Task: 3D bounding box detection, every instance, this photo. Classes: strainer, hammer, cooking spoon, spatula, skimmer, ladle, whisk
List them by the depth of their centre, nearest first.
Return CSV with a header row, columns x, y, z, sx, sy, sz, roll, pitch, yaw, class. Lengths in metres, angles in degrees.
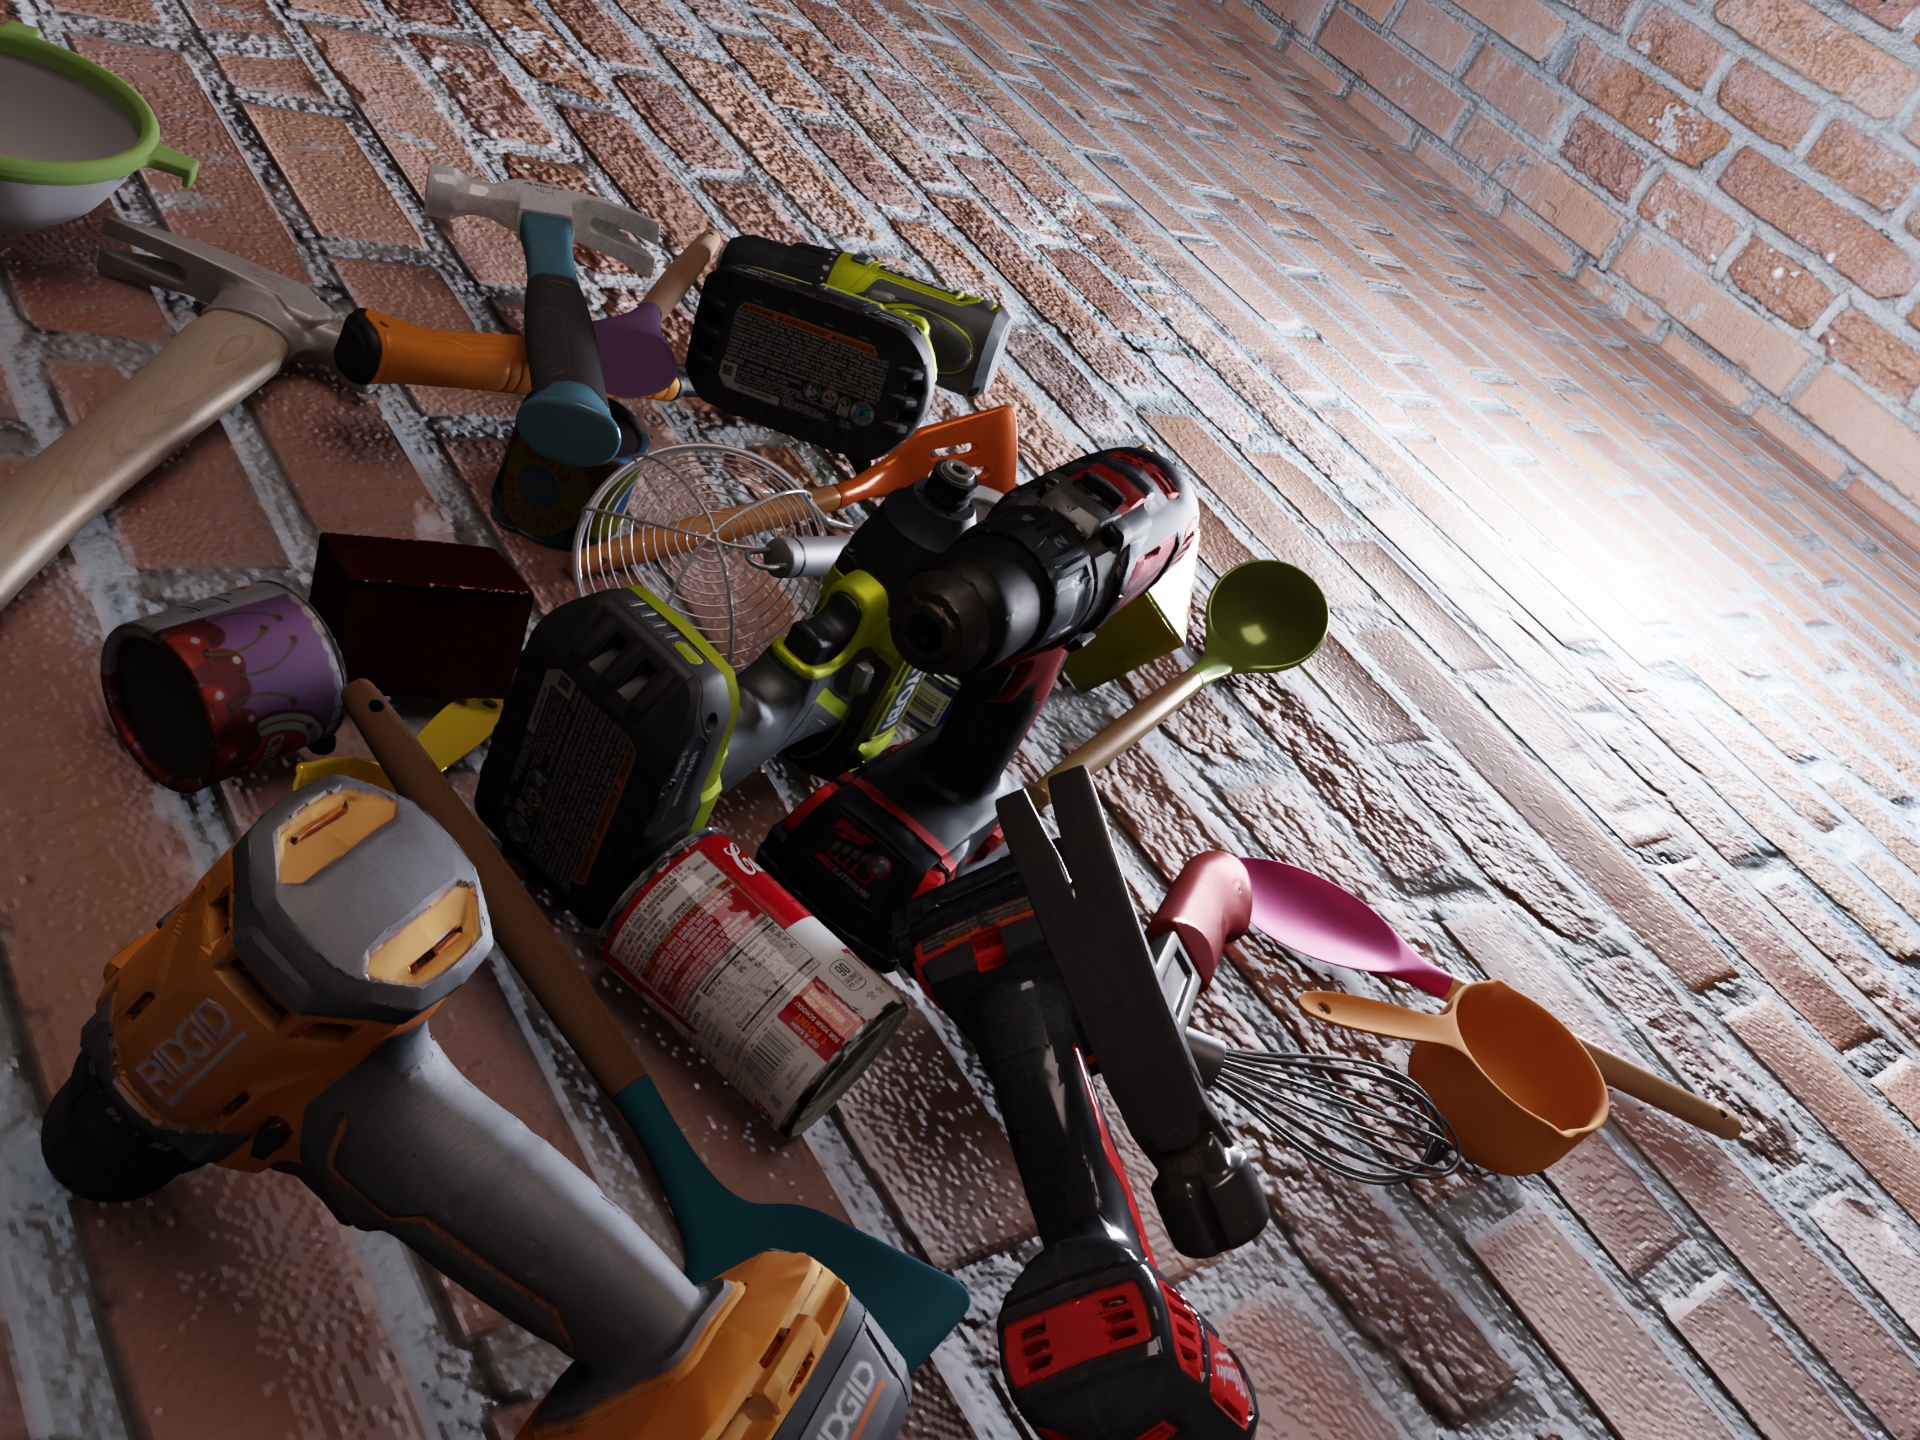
x,y,z,sx,sy,sz,roll,pitch,yaw,class
-0.125,0.102,0.557,0.082,0.044,0.318,-27,73,-44,spatula
0.086,0.080,0.638,0.359,0.036,0.149,-12,80,-77,hammer
-0.377,-0.101,0.658,0.146,0.038,0.411,22,35,-11,hammer
0.111,0.149,0.703,0.239,0.055,0.055,23,34,-4,whisk
-0.506,-0.262,0.737,0.151,0.069,0.256,39,37,14,strainer
-0.022,-0.086,0.814,0.087,0.050,0.258,50,31,19,strainer
-0.209,-0.215,0.815,0.128,0.033,0.331,4,33,-20,hammer
0.280,0.153,0.850,0.319,0.017,0.069,26,35,-6,cooking spoon
-0.185,-0.187,0.883,0.127,0.034,0.336,45,30,24,hammer
-0.056,-0.091,0.889,0.363,0.090,0.127,-11,76,-59,skimmer
-0.083,-0.120,0.897,0.041,0.081,0.322,22,30,34,spatula
0.130,-0.023,0.930,0.078,0.062,0.320,40,37,14,ladle
-0.174,-0.244,0.932,0.059,0.018,0.316,21,29,-9,spatula

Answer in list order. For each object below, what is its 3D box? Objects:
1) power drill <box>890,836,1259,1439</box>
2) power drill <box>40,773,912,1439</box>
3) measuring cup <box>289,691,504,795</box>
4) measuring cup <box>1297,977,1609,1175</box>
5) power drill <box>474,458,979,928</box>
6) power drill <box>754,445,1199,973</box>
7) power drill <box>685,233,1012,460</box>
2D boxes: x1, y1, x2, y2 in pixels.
x,y,z,sx,sy,sz,roll,pitch,yaw,class
0.047,0.165,0.572,0.143,0.078,0.220,55,14,-44,power drill
-0.146,0.144,0.433,0.226,0.185,0.084,50,33,-6,power drill
-0.217,0.024,0.637,0.062,0.029,0.157,30,22,-5,measuring cup
0.224,0.166,0.762,0.173,0.052,0.095,16,36,-18,measuring cup
-0.081,-0.020,0.663,0.080,0.171,0.223,41,38,14,power drill
-0.001,-0.002,0.645,0.080,0.226,0.188,39,34,12,power drill
-0.078,-0.236,0.949,0.190,0.080,0.229,20,24,2,power drill
